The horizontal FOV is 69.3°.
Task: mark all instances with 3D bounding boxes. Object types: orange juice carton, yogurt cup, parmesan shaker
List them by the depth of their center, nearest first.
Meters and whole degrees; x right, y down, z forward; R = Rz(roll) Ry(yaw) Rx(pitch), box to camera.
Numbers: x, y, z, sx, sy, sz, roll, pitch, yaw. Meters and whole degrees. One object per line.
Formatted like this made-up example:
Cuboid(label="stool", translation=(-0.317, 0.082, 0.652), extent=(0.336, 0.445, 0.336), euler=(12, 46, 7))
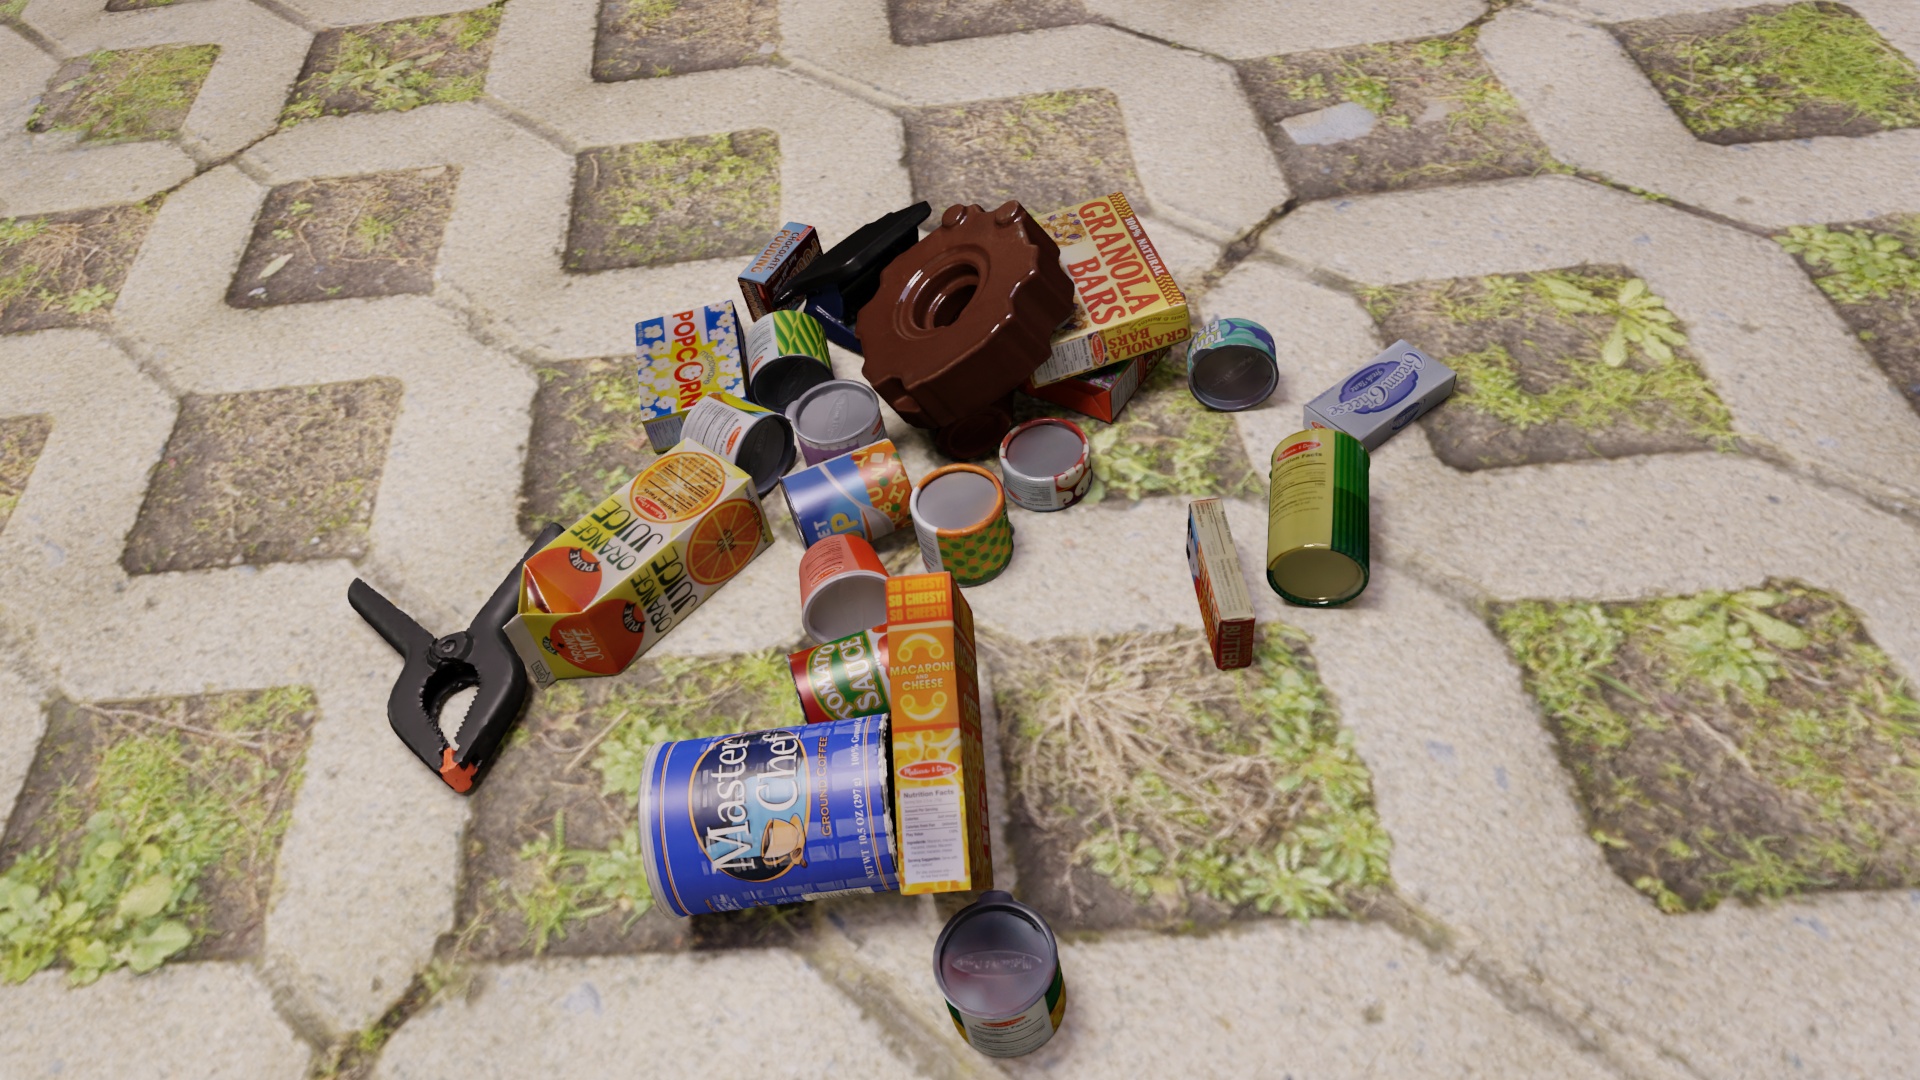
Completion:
Cuboid(label="parmesan shaker", translation=(0.236, -0.014, 0.924), extent=(0.071, 0.071, 0.103), euler=(3, 51, 13))
Cuboid(label="yogurt cup", translation=(-0.078, 0.033, 0.941), extent=(0.072, 0.072, 0.054), euler=(-18, 41, -5))
Cuboid(label="orange juice carton", translation=(-0.230, 0.021, 0.972), extent=(0.073, 0.071, 0.193), euler=(31, 61, 31))

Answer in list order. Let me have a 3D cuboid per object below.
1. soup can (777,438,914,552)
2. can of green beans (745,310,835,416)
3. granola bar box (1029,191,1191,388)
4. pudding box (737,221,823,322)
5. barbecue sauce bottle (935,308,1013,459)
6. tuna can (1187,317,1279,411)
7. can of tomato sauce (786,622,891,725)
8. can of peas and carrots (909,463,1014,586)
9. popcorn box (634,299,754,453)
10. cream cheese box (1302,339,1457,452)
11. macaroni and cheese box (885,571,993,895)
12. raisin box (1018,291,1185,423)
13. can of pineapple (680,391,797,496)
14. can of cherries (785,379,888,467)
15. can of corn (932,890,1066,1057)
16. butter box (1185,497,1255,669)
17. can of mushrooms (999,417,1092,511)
Cuboid(label="soup can", translation=(-0.078, -0.026, 0.990), extent=(0.084, 0.071, 0.071), euler=(-21, 49, -8))
Cuboid(label="can of green beans", translation=(-0.135, -0.139, 1.097), extent=(0.071, 0.071, 0.058), euler=(-13, 48, -1))
Cuboid(label="granola bar box", translation=(0.092, -0.196, 1.069), extent=(0.124, 0.039, 0.166), euler=(-17, 45, 1))
Cuboid(label="pudding box", translation=(-0.151, -0.227, 1.187), extent=(0.030, 0.049, 0.084), euler=(17, 54, 25))
Cuboid(label="barbecue sauce bottle", translation=(0.012, -0.132, 1.072), extent=(0.064, 0.043, 0.149), euler=(-36, 34, 33))
Cuboid(label="tuna can", translation=(0.199, -0.131, 1.027), extent=(0.071, 0.070, 0.033), euler=(-2, 48, 9))
Cuboid(label="can of tomato sauce", translation=(-0.061, 0.090, 0.882), extent=(0.083, 0.070, 0.071), euler=(-18, 49, -6))
Cuboid(label="can of peas and carrots", translation=(0.003, -0.012, 0.967), extent=(0.071, 0.058, 0.071), euler=(-5, 50, 6))
Cuboid(label="popcorn box", translation=(-0.216, -0.135, 1.126), extent=(0.085, 0.038, 0.127), euler=(-13, 49, -2))
Cuboid(label="cream cheese box", translation=(0.305, -0.103, 1.013), extent=(0.104, 0.024, 0.053), euler=(-33, 52, -18))
Cuboid(label="macaroni and cheese box", translation=(-0.012, 0.112, 0.779), extent=(0.040, 0.123, 0.167), euler=(-6, 75, 5))
Cuboid(label="raisin box", translation=(0.110, -0.156, 1.084), extent=(0.086, 0.040, 0.124), euler=(22, 56, 27))
Cuboid(label="can of pineapple", translation=(-0.167, -0.073, 1.047), extent=(0.058, 0.070, 0.071), euler=(24, 58, 28))
Cuboid(label="can of cherries", translation=(-0.090, -0.078, 1.041), extent=(0.071, 0.058, 0.072), euler=(-5, 50, 6))
Cuboid(label="can of corn", translation=(0.022, 0.234, 0.750), extent=(0.071, 0.058, 0.071), euler=(-5, 49, 6))
Cuboid(label="butter box", translation=(0.169, 0.027, 0.906), extent=(0.024, 0.052, 0.104), euler=(-7, 49, 1))
Cuboid(label="can of mushrooms", translation=(0.063, -0.058, 1.012), extent=(0.071, 0.033, 0.071), euler=(-6, 49, 7))
